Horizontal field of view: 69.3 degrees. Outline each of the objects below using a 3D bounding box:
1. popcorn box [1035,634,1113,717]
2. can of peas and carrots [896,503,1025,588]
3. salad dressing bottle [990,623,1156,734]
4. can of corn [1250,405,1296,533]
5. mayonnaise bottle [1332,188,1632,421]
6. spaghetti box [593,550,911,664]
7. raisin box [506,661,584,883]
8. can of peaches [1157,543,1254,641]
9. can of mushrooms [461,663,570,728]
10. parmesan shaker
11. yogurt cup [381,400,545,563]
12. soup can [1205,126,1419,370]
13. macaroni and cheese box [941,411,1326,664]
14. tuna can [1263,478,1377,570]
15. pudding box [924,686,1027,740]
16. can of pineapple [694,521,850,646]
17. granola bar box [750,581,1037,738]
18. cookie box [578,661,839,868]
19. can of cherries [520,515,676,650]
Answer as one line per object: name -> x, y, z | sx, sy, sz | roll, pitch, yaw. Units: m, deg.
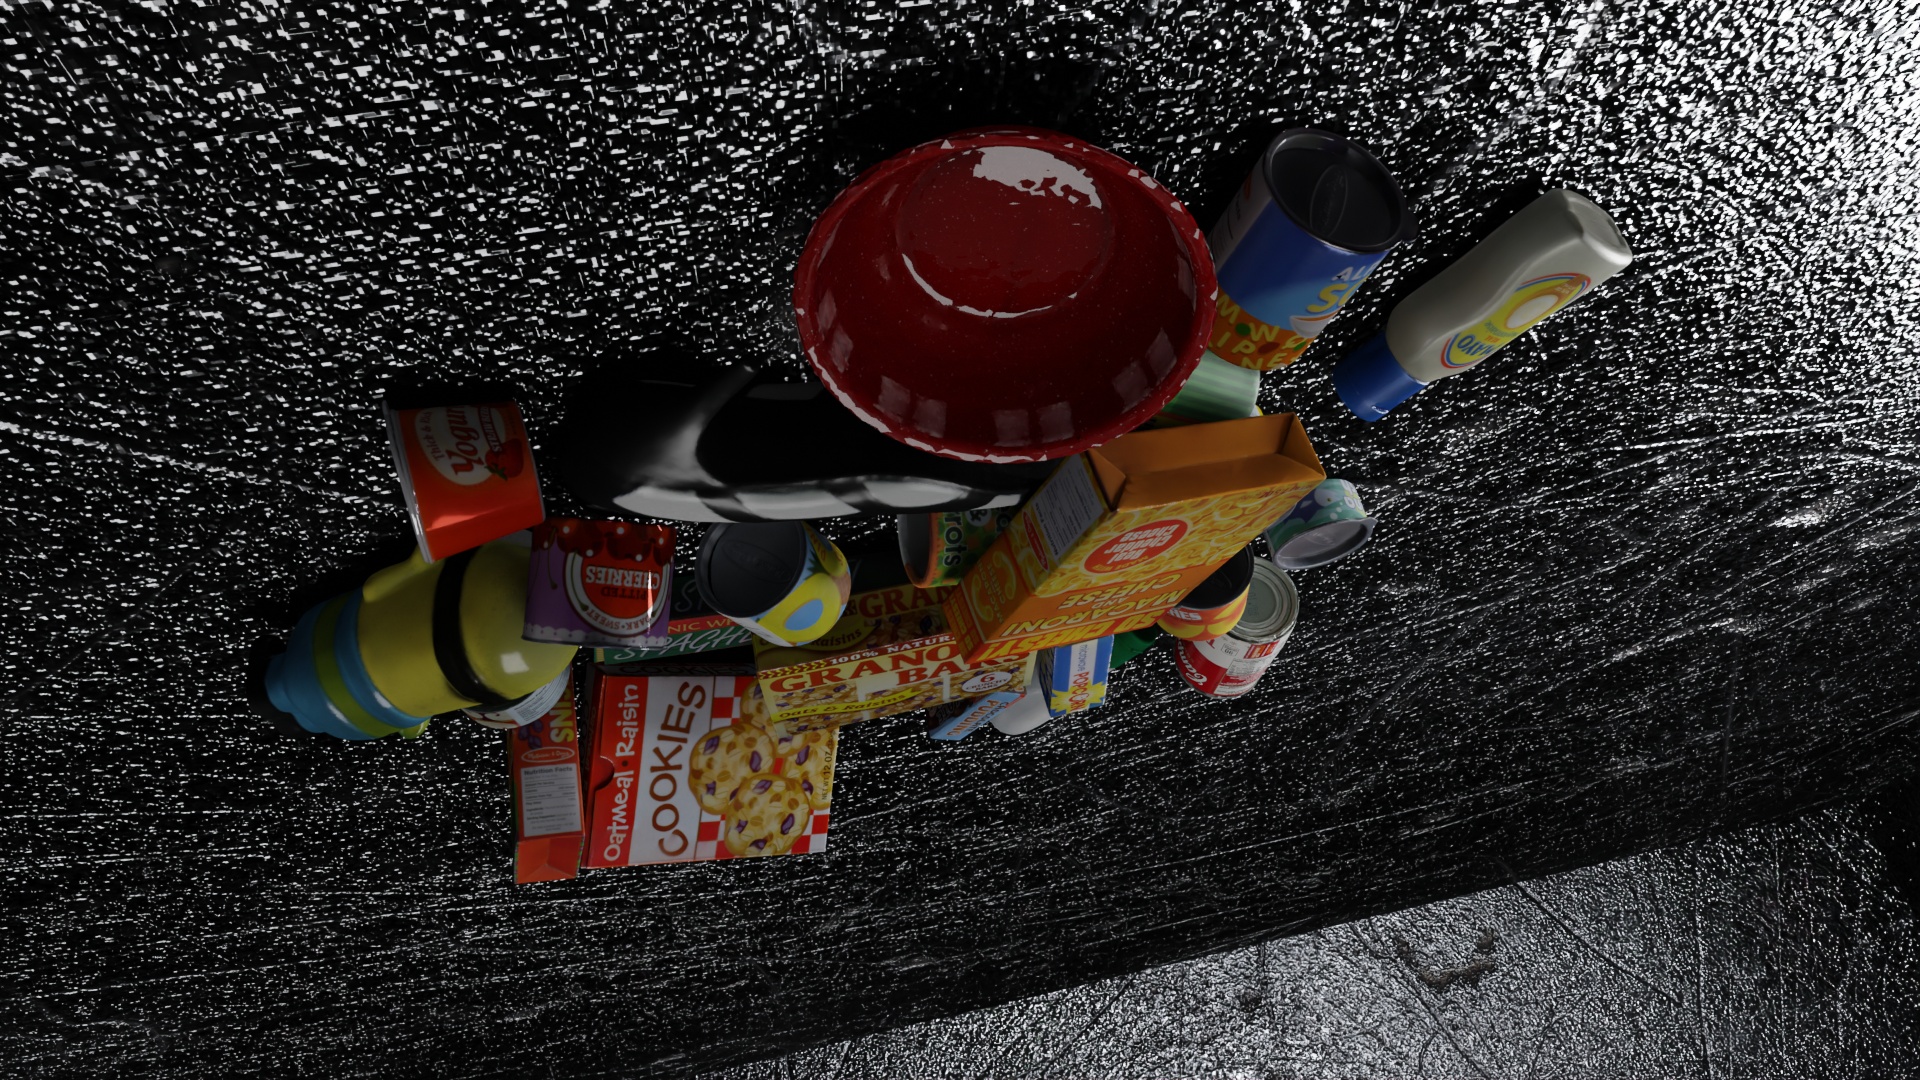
popcorn box -> 0.064, 0.049, 0.870 | 0.038, 0.085, 0.126 | -13, 153, -4
can of peas and carrots -> 0.003, -0.009, 0.744 | 0.059, 0.071, 0.070 | -5, 152, -18
salad dressing bottle -> 0.079, 0.093, 1.014 | 0.064, 0.044, 0.147 | 14, 141, -41
can of corn -> 0.145, -0.036, 0.776 | 0.071, 0.058, 0.071 | -12, 154, -6
mayonnaise bottle -> 0.255, -0.114, 0.698 | 0.065, 0.041, 0.147 | 7, 146, -40
spaghetti box -> -0.092, 0.035, 0.827 | 0.250, 0.029, 0.050 | -7, 153, -15
raisin box -> -0.249, 0.131, 0.828 | 0.040, 0.124, 0.085 | -3, 151, -19
can of peaches -> 0.151, 0.026, 0.890 | 0.071, 0.071, 0.058 | -14, 154, 0
can of mushrooms -> -0.254, 0.068, 0.769 | 0.071, 0.071, 0.033 | -13, 154, -3
parmesan shaker -> 0.084, -0.080, 0.644 | 0.103, 0.071, 0.071 | 9, 145, -38
yogurt cup -> -0.213, -0.029, 0.602 | 0.054, 0.072, 0.072 | -14, 155, -19
soup can -> 0.142, -0.121, 0.594 | 0.071, 0.071, 0.083 | -3, 152, -22
macaroni and cheese box -> 0.079, 0.001, 0.678 | 0.124, 0.040, 0.165 | -9, 157, -29
tuna can -> 0.231, -0.011, 0.898 | 0.071, 0.033, 0.070 | -12, 154, -6
pudding box -> 0.008, 0.105, 0.993 | 0.030, 0.050, 0.083 | 10, 145, -38
can of pineapple -> -0.099, 0.017, 0.748 | 0.071, 0.071, 0.057 | -21, 153, 13
granola bar box -> -0.038, 0.067, 0.838 | 0.166, 0.039, 0.123 | -11, 155, -7
cookie box -> -0.162, 0.142, 0.899 | 0.168, 0.122, 0.040 | 4, -175, -33
can of cherries -> -0.166, 0.019, 0.644 | 0.071, 0.058, 0.071 | 5, 178, 0
